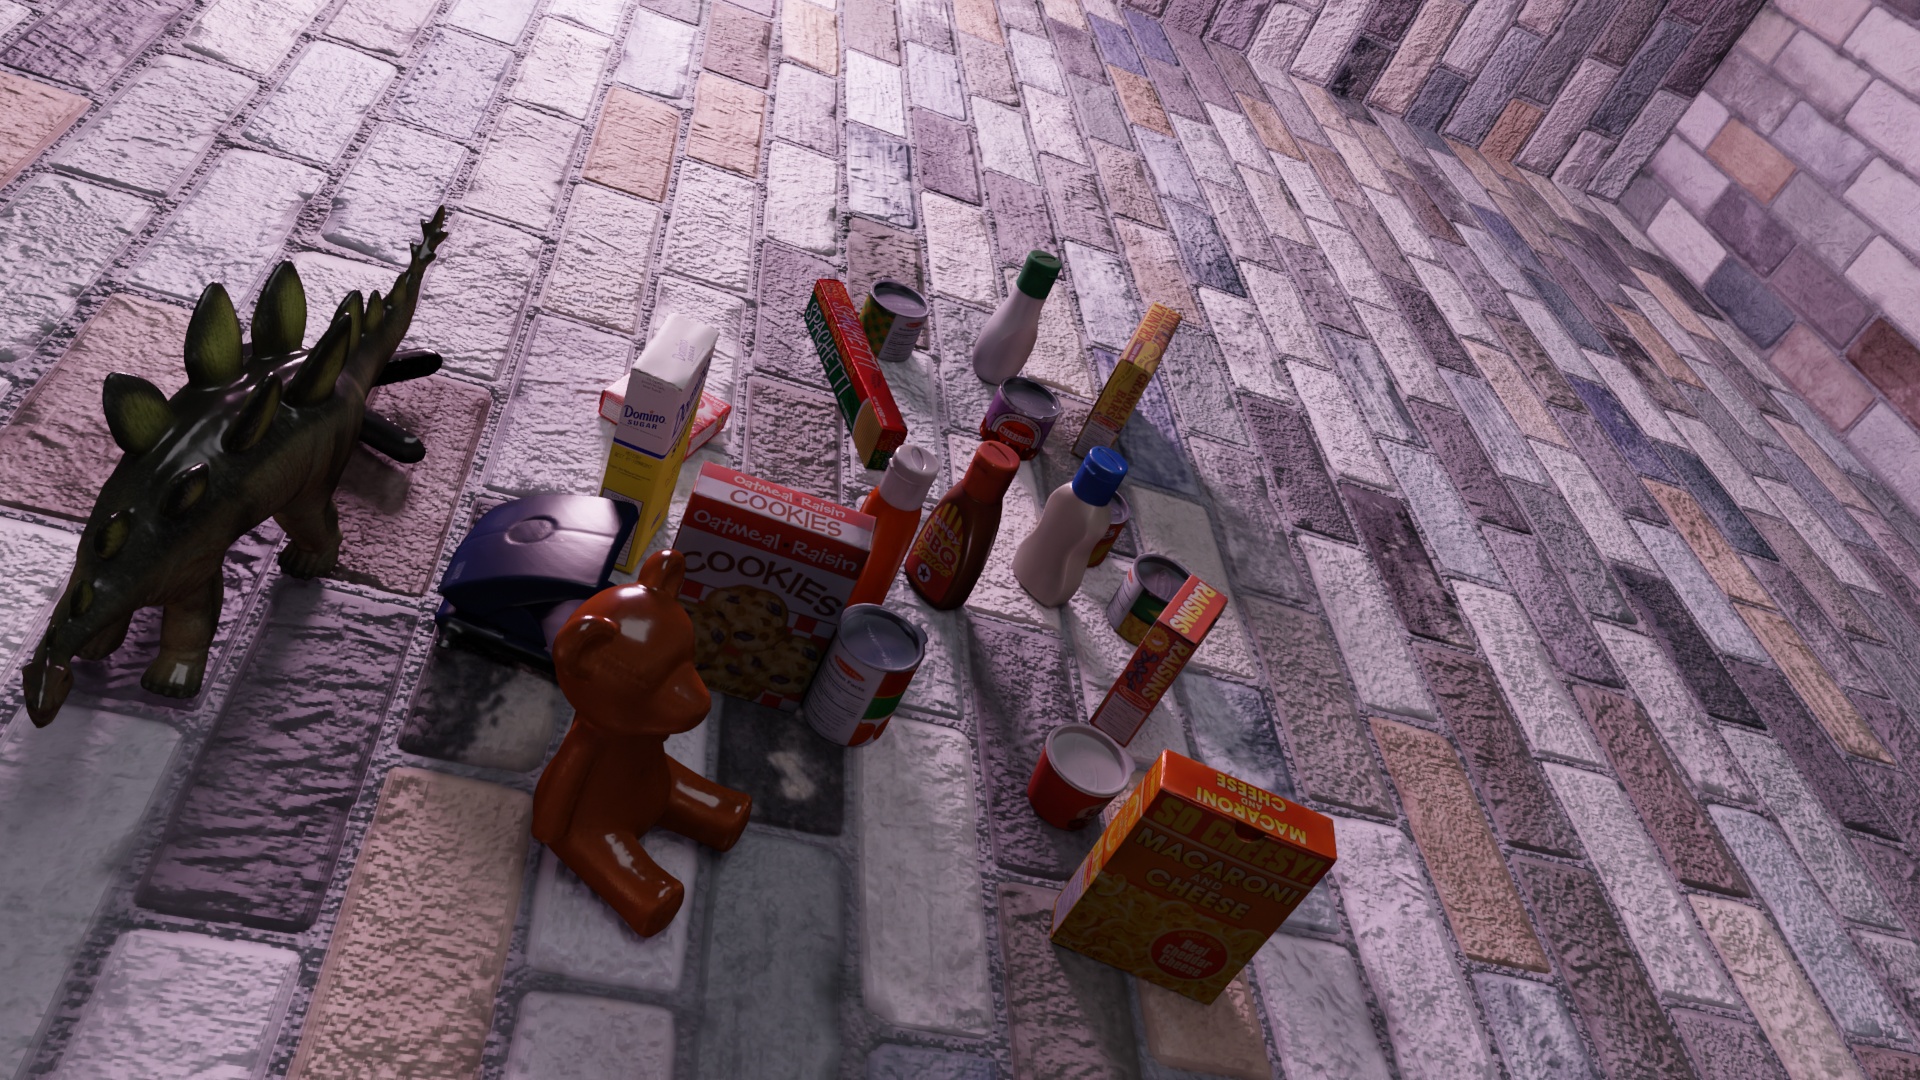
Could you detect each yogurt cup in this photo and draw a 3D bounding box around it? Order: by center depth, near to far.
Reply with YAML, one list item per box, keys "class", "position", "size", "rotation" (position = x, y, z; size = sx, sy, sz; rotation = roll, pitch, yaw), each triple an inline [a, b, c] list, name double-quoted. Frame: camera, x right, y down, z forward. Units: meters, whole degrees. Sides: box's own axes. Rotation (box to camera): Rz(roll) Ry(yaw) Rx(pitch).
- class: "yogurt cup"
  position: [0.085, 0.177, 1.028]
  size: [0.072, 0.053, 0.073]
  rotation: [18, 36, -13]

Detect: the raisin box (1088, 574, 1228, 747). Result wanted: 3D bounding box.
- class: "raisin box"
  position: [0.160, 0.097, 1.119]
  size: [0.040, 0.122, 0.086]
  rotation: [35, 36, 11]

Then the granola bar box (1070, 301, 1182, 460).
- class: "granola bar box"
  position: [0.175, -0.166, 1.463]
  size: [0.039, 0.123, 0.166]
  rotation: [29, 35, 2]

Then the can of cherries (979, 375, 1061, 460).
- class: "can of cherries"
  position: [0.059, -0.121, 1.386]
  size: [0.071, 0.058, 0.072]
  rotation: [18, 36, -13]

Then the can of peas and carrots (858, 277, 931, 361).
- class: "can of peas and carrots"
  position: [-0.073, -0.228, 1.437]
  size: [0.071, 0.058, 0.071]
  rotation: [18, 36, -13]

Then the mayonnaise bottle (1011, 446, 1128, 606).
- class: "mayonnaise bottle"
  position: [0.097, -0.014, 1.197]
  size: [0.041, 0.147, 0.065]
  rotation: [-12, 50, -42]

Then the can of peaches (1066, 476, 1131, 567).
- class: "can of peaches"
  position: [0.116, -0.016, 1.290]
  size: [0.071, 0.057, 0.071]
  rotation: [18, 36, -13]

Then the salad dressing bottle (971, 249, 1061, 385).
- class: "salad dressing bottle"
  position: [0.060, -0.233, 1.452]
  size: [0.064, 0.146, 0.044]
  rotation: [-6, 47, -39]

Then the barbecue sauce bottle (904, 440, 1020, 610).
- class: "barbecue sauce bottle"
  position: [0.004, -0.014, 1.137]
  size: [0.044, 0.147, 0.065]
  rotation: [-11, 50, -42]

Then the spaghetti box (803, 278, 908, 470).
- class: "spaghetti box"
  position: [-0.105, -0.166, 1.344]
  size: [0.029, 0.050, 0.251]
  rotation: [5, 41, -29]

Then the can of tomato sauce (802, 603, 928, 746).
- class: "can of tomato sauce"
  position: [-0.070, 0.097, 1.003]
  size: [0.071, 0.082, 0.071]
  rotation: [18, 36, -13]

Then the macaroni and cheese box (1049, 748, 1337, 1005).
- class: "macaroni and cheese box"
  position: [0.150, 0.225, 0.912]
  size: [0.124, 0.165, 0.040]
  rotation: [23, 35, -6]

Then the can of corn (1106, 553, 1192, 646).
- class: "can of corn"
  position: [0.173, 0.056, 1.236]
  size: [0.071, 0.058, 0.071]
  rotation: [18, 36, -13]

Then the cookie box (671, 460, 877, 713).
- class: "cookie box"
  position: [-0.144, 0.035, 0.960]
  size: [0.123, 0.166, 0.040]
  rotation: [19, 36, -12]

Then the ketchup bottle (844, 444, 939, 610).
- class: "ketchup bottle"
  position: [-0.060, -0.008, 1.086]
  size: [0.043, 0.148, 0.065]
  rotation: [11, 38, -22]
